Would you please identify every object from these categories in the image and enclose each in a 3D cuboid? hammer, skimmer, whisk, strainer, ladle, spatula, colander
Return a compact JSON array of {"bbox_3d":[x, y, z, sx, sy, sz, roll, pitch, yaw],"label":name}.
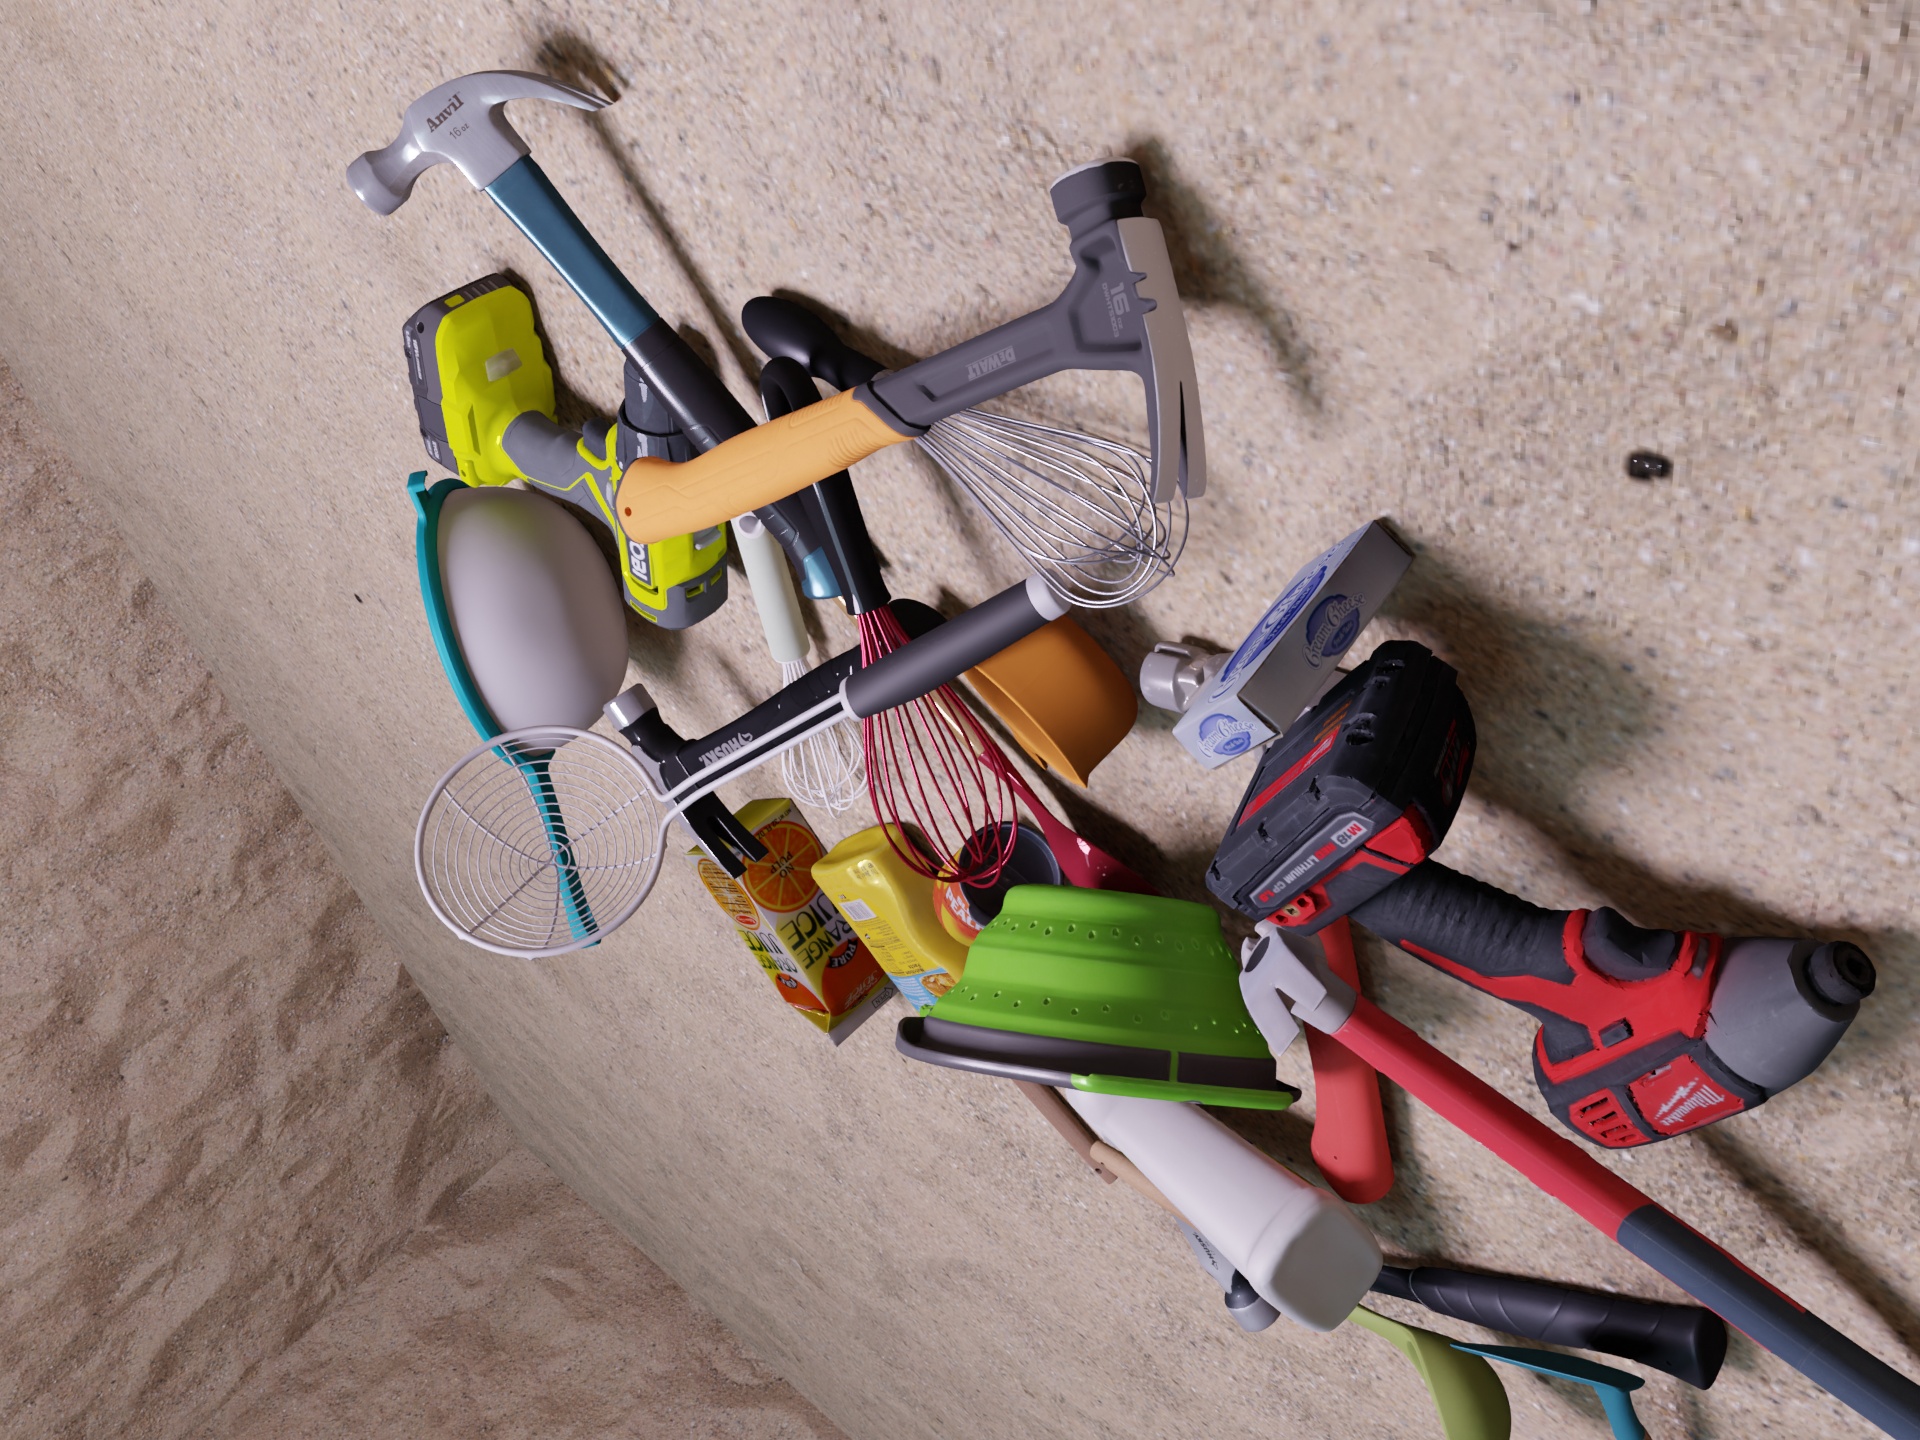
[{"bbox_3d":[-0.105,0.003,0.967,0.335,0.035,0.146,-25,100,51],"label":"hammer"},{"bbox_3d":[0.186,0.121,0.784,0.149,0.037,0.358,20,140,43],"label":"hammer"},{"bbox_3d":[-0.115,0.010,0.770,0.363,0.090,0.127,-27,65,28],"label":"skimmer"},{"bbox_3d":[-0.104,-0.037,0.998,0.058,0.059,0.246,-8,126,6],"label":"whisk"},{"bbox_3d":[-0.271,-0.016,1.109,0.211,0.095,0.340,12,-118,-86],"label":"strainer"},{"bbox_3d":[-0.001,-0.003,0.907,0.315,0.031,0.069,48,170,8],"label":"ladle"},{"bbox_3d":[0.352,0.394,0.831,0.082,0.044,0.317,-2,134,43],"label":"spatula"},{"bbox_3d":[-0.161,-0.193,0.840,0.330,0.128,0.033,50,-162,-19],"label":"hammer"},{"bbox_3d":[0.049,0.143,0.886,0.204,0.094,0.397,9,171,-16],"label":"colander"},{"bbox_3d":[-0.040,-0.040,0.799,0.073,0.073,0.295,7,123,52],"label":"whisk"},{"bbox_3d":[0.284,0.213,0.660,0.386,0.038,0.143,35,-173,4],"label":"hammer"},{"bbox_3d":[-0.044,-0.121,0.694,0.337,0.034,0.127,-11,94,43],"label":"hammer"},{"bbox_3d":[0.261,0.327,0.935,0.149,0.036,0.409,56,151,-10],"label":"hammer"},{"bbox_3d":[-0.011,-0.134,0.732,0.285,0.070,0.070,36,150,31],"label":"whisk"},{"bbox_3d":[0.189,0.342,0.964,0.320,0.062,0.078,23,148,45],"label":"ladle"},{"bbox_3d":[0.008,0.221,1.178,0.316,0.018,0.059,48,136,2],"label":"spatula"}]

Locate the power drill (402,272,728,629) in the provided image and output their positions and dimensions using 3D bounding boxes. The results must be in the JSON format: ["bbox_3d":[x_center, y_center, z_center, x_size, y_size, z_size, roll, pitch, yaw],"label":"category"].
[{"bbox_3d":[-0.233,-0.180,0.968,0.229,0.080,0.190,33,142,24],"label":"power drill"}]

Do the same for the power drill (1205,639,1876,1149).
[{"bbox_3d":[0.219,0.074,0.604,0.219,0.079,0.143,34,144,-2],"label":"power drill"}]

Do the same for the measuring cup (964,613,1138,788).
[{"bbox_3d":[0.050,-0.009,0.817,0.095,0.052,0.173,45,177,12],"label":"measuring cup"}]
